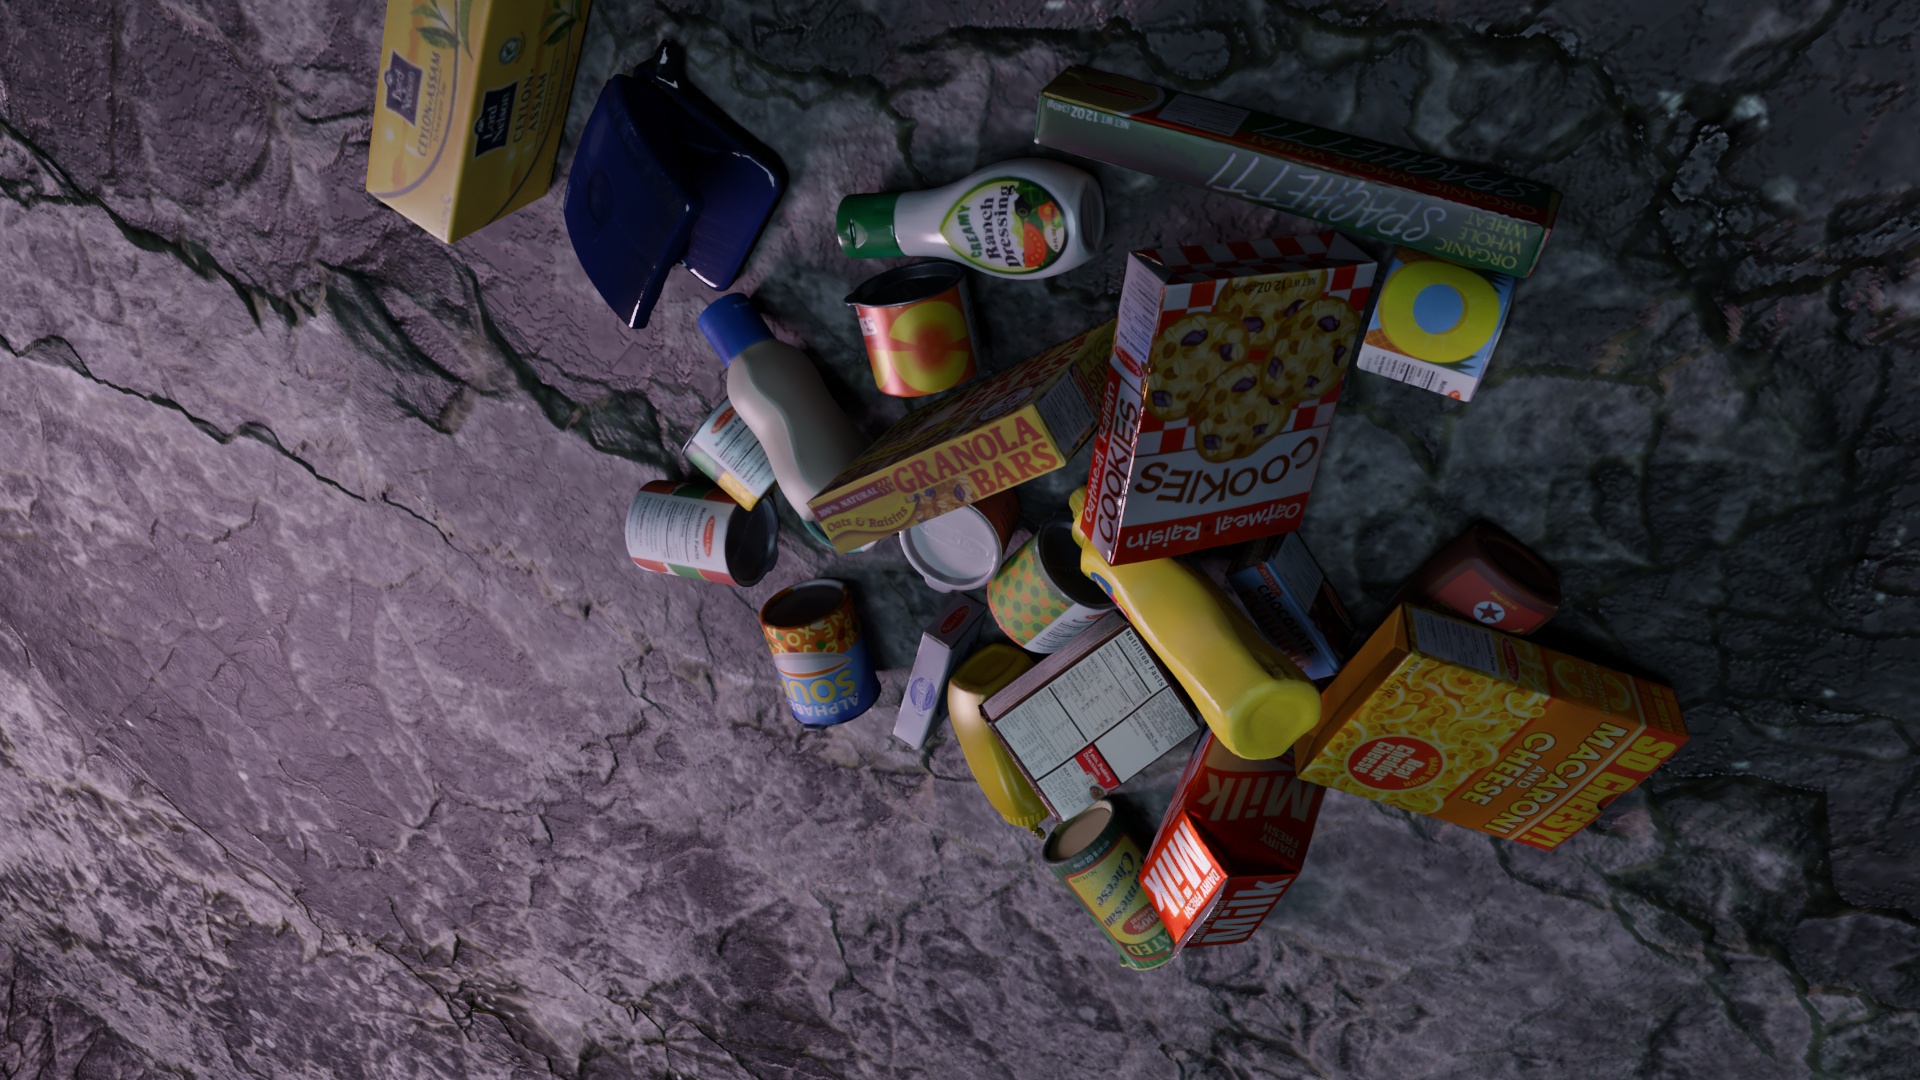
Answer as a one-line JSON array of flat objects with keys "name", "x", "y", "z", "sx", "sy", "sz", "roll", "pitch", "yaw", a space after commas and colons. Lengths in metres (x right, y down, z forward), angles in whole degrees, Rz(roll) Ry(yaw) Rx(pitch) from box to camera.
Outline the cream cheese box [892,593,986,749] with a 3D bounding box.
[{"name": "cream cheese box", "x": -0.014, "y": 0.090, "z": 0.946, "sx": 0.024, "sy": 0.054, "sz": 0.103, "roll": 29, "pitch": 130, "yaw": 14}]

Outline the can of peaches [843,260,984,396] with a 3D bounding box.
[{"name": "can of peaches", "x": -0.026, "y": -0.121, "z": 0.799, "sx": 0.071, "sy": 0.071, "sz": 0.057, "roll": 1, "pitch": 122, "yaw": 27}]

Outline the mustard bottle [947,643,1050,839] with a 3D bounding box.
[{"name": "mustard bottle", "x": 0.036, "y": 0.148, "z": 0.952, "sx": 0.049, "sy": 0.065, "sz": 0.159, "roll": 20, "pitch": 134, "yaw": 43}]

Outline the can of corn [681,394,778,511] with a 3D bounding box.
[{"name": "can of corn", "x": -0.136, "y": -0.062, "z": 0.901, "sx": 0.058, "sy": 0.071, "sz": 0.071, "roll": 41, "pitch": 130, "yaw": -4}]

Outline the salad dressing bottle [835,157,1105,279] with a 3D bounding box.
[{"name": "salad dressing bottle", "x": 0.003, "y": -0.175, "z": 0.764, "sx": 0.147, "sy": 0.044, "sz": 0.064, "roll": 4, "pitch": 118, "yaw": 26}]

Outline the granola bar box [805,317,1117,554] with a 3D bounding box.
[{"name": "granola bar box", "x": 0.009, "y": -0.058, "z": 0.786, "sx": 0.165, "sy": 0.125, "sz": 0.039, "roll": -21, "pitch": 107, "yaw": 36}]

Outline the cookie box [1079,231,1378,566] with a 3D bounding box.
[{"name": "cookie box", "x": 0.135, "y": -0.070, "z": 0.720, "sx": 0.040, "sy": 0.123, "sz": 0.166, "roll": -124, "pitch": 32, "yaw": -46}]

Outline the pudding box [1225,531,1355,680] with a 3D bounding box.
[{"name": "pudding box", "x": 0.192, "y": 0.036, "z": 0.804, "sx": 0.030, "sy": 0.050, "sz": 0.083, "roll": -25, "pitch": 108, "yaw": 39}]

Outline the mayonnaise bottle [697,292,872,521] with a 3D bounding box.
[{"name": "mayonnaise bottle", "x": -0.109, "y": -0.085, "z": 0.858, "sx": 0.148, "sy": 0.065, "sz": 0.041, "roll": 56, "pitch": 136, "yaw": 10}]

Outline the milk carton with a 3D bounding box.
[{"name": "milk carton", "x": 0.163, "y": 0.158, "z": 0.809, "sx": 0.073, "sy": 0.191, "sz": 0.072, "roll": 28, "pitch": 130, "yaw": 8}]

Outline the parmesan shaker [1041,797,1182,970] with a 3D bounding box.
[{"name": "parmesan shaker", "x": 0.110, "y": 0.241, "z": 0.973, "sx": 0.071, "sy": 0.072, "sz": 0.103, "roll": -30, "pitch": 105, "yaw": 38}]

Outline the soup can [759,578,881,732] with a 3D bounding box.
[{"name": "soup can", "x": -0.099, "y": 0.080, "z": 0.971, "sx": 0.071, "sy": 0.072, "sz": 0.083, "roll": 0, "pitch": 121, "yaw": 27}]

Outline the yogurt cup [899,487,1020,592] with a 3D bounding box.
[{"name": "yogurt cup", "x": 0.003, "y": -0.011, "z": 0.868, "sx": 0.072, "sy": 0.054, "sz": 0.072, "roll": 13, "pitch": 126, "yaw": 19}]

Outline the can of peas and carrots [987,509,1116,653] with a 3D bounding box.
[{"name": "can of peas and carrots", "x": 0.058, "y": 0.026, "z": 0.859, "sx": 0.071, "sy": 0.071, "sz": 0.058, "roll": 42, "pitch": 131, "yaw": -4}]

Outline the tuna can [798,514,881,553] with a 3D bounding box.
[{"name": "tuna can", "x": -0.075, "y": -0.028, "z": 0.911, "sx": 0.071, "sy": 0.033, "sz": 0.070, "roll": 13, "pitch": 126, "yaw": 19}]

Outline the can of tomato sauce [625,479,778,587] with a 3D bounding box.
[{"name": "can of tomato sauce", "x": -0.177, "y": -0.006, "z": 0.959, "sx": 0.083, "sy": 0.071, "sz": 0.070, "roll": 8, "pitch": 124, "yaw": 24}]

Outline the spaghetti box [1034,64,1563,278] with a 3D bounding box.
[{"name": "spaghetti box", "x": 0.159, "y": -0.182, "z": 0.674, "sx": 0.250, "sy": 0.050, "sz": 0.028, "roll": 20, "pitch": 130, "yaw": 14}]

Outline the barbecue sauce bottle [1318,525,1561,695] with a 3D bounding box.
[{"name": "barbecue sauce bottle", "x": 0.263, "y": 0.056, "z": 0.786, "sx": 0.065, "sy": 0.044, "sz": 0.147, "roll": 33, "pitch": 131, "yaw": -6}]

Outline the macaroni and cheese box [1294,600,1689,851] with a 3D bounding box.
[{"name": "macaroni and cheese box", "x": 0.289, "y": 0.108, "z": 0.771, "sx": 0.166, "sy": 0.040, "sz": 0.123, "roll": 17, "pitch": 135, "yaw": -8}]

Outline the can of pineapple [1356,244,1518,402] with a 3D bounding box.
[{"name": "can of pineapple", "x": 0.233, "y": -0.109, "z": 0.677, "sx": 0.058, "sy": 0.071, "sz": 0.070, "roll": 20, "pitch": 128, "yaw": 14}]
